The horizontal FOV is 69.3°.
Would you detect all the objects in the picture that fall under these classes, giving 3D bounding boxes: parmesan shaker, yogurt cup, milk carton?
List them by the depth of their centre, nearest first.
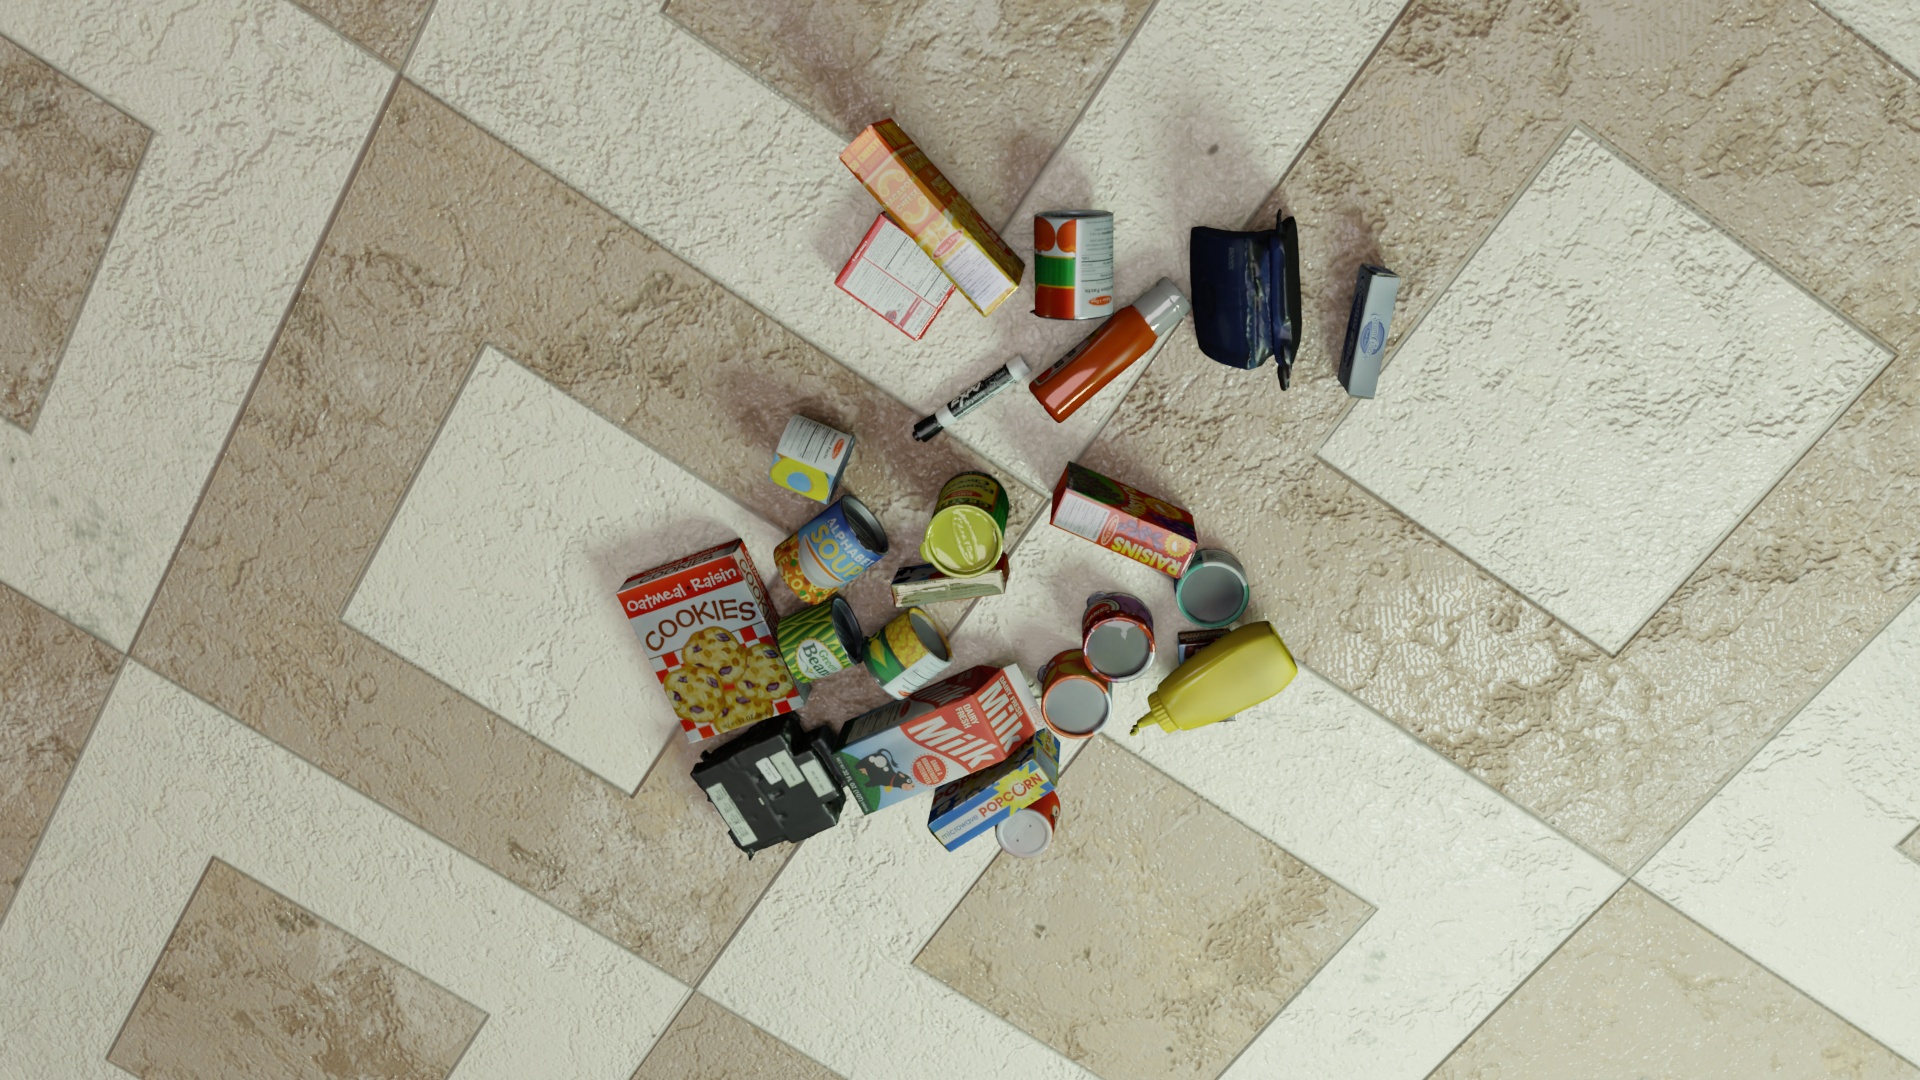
[{"bbox_3d":[0.004,-0.015,1.212,0.071,0.103,0.071,2,110,5],"label":"parmesan shaker"},{"bbox_3d":[-0.018,0.179,1.298,0.190,0.074,0.072,-25,103,14],"label":"milk carton"},{"bbox_3d":[0.062,0.267,1.332,0.072,0.054,0.072,2,109,5],"label":"yogurt cup"}]

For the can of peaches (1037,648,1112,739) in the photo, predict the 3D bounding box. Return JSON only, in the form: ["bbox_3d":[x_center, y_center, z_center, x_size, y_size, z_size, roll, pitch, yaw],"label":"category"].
[{"bbox_3d":[0.105,0.141,1.281,0.071,0.058,0.071,2,110,5],"label":"can of peaches"}]

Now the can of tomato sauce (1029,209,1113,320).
[{"bbox_3d":[0.092,-0.229,1.149,0.071,0.071,0.082,0,109,6],"label":"can of tomato sauce"}]

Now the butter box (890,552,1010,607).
[{"bbox_3d":[-0.008,0.036,1.258,0.103,0.053,0.024,-8,106,8],"label":"butter box"}]

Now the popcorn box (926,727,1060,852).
[{"bbox_3d":[0.032,0.229,1.305,0.126,0.085,0.038,-34,102,16],"label":"popcorn box"}]

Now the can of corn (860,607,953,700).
[{"bbox_3d":[-0.050,0.101,1.280,0.058,0.071,0.071,-38,102,16],"label":"can of corn"}]

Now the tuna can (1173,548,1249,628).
[{"bbox_3d":[0.224,0.045,1.249,0.071,0.033,0.070,2,109,5],"label":"tuna can"}]

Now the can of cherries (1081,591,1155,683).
[{"bbox_3d":[0.141,0.086,1.258,0.071,0.058,0.071,2,110,5],"label":"can of cherries"}]

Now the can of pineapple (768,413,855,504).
[{"bbox_3d":[-0.131,-0.071,1.226,0.058,0.071,0.070,22,110,-2],"label":"can of pineapple"}]

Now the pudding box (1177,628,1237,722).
[{"bbox_3d":[0.227,0.125,1.278,0.050,0.030,0.083,-5,109,8],"label":"pudding box"}]

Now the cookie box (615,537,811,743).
[{"bbox_3d":[-0.231,0.095,1.308,0.123,0.040,0.167,-19,107,12],"label":"cookie box"}]

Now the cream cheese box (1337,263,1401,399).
[{"bbox_3d":[0.337,-0.174,1.150,0.024,0.053,0.103,7,110,1],"label":"cream cheese box"}]

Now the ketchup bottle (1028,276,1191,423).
[{"bbox_3d":[0.127,-0.161,1.173,0.148,0.065,0.043,-39,96,8],"label":"ketchup bottle"}]

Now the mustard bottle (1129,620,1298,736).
[{"bbox_3d":[0.218,0.131,1.238,0.160,0.049,0.065,-30,104,15],"label":"mustard bottle"}]

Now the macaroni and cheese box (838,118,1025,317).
[{"bbox_3d":[-0.020,-0.261,1.116,0.040,0.124,0.166,-41,100,16],"label":"macaroni and cheese box"}]

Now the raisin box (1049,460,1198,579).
[{"bbox_3d":[0.141,-0.018,1.207,0.123,0.086,0.040,23,109,-3],"label":"raisin box"}]

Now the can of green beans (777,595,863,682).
[{"bbox_3d":[-0.129,0.092,1.282,0.058,0.071,0.071,-22,106,13],"label":"can of green beans"}]

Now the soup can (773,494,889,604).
[{"bbox_3d":[-0.117,0.010,1.250,0.083,0.071,0.071,-36,102,16],"label":"soup can"}]
